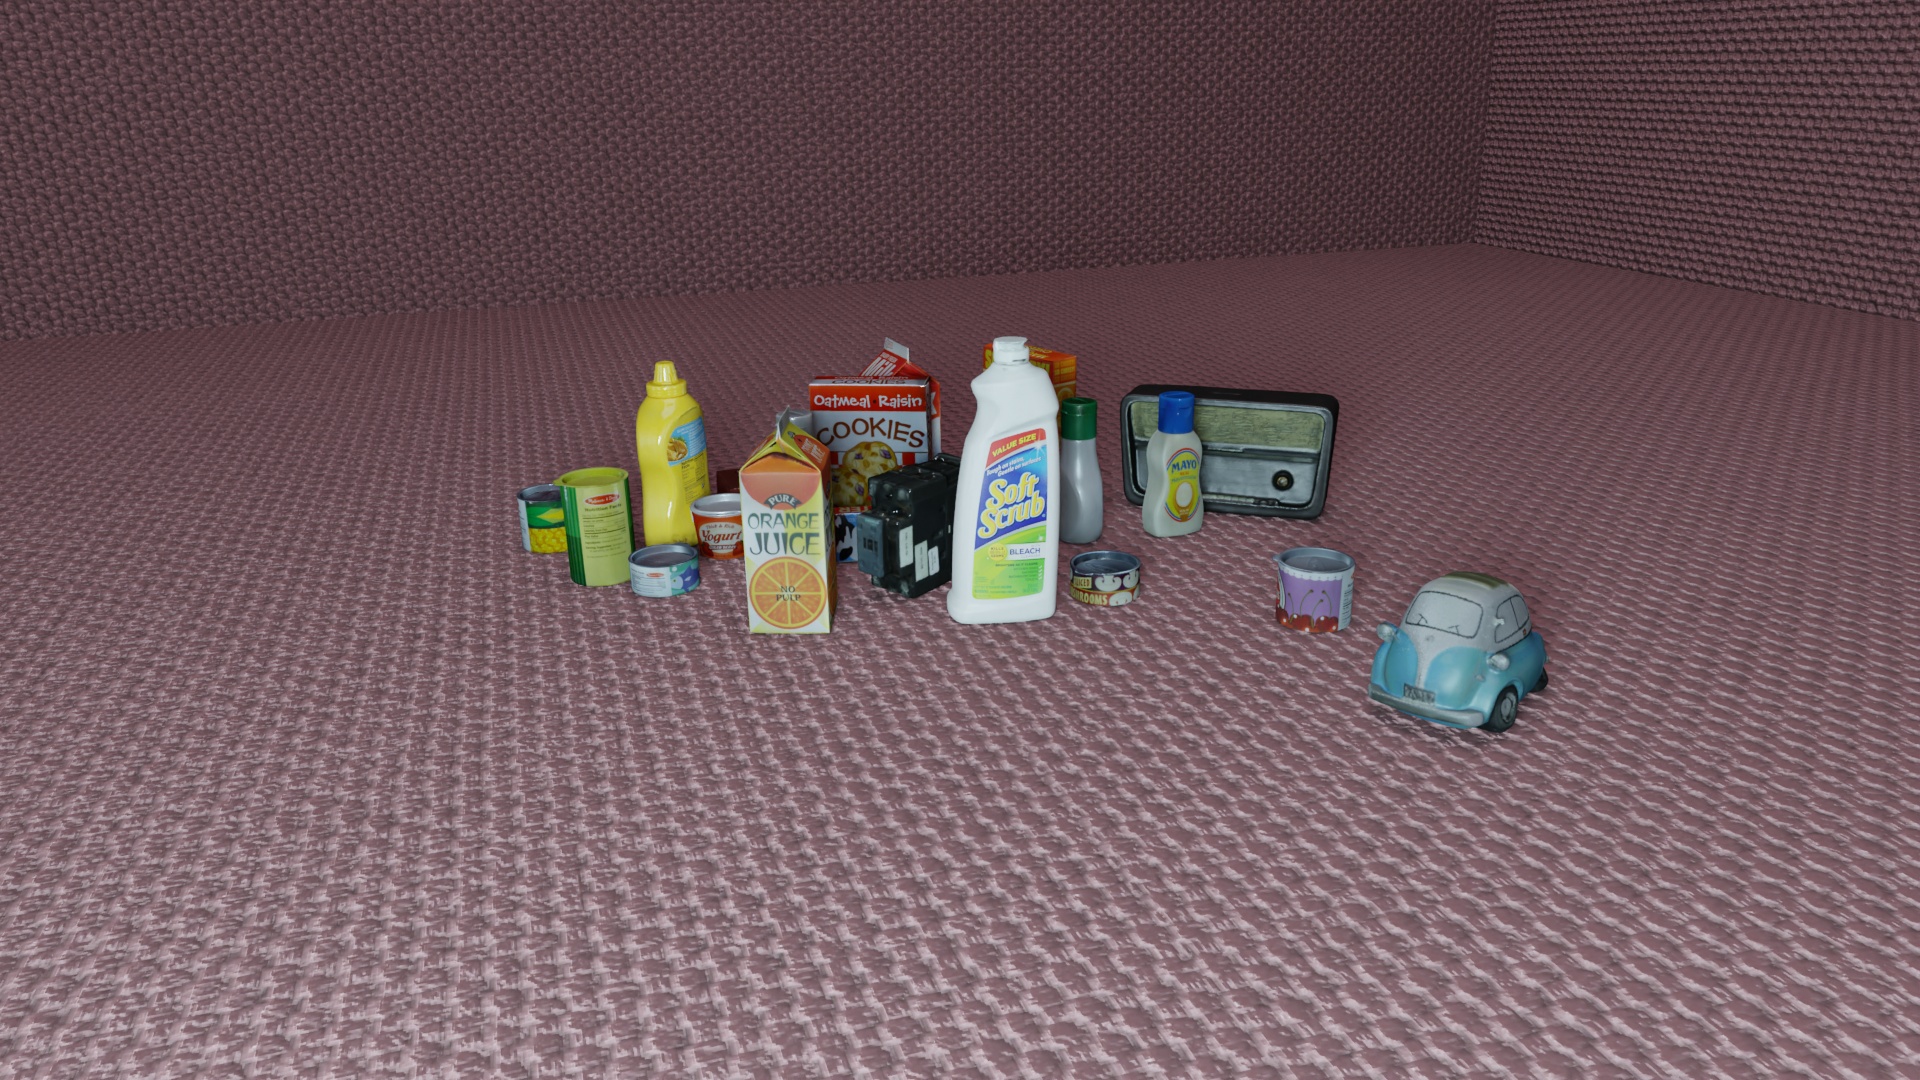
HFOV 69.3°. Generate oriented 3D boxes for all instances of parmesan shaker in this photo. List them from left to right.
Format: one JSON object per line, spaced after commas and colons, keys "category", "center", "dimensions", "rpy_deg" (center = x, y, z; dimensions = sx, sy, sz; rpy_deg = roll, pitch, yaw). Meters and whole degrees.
{"category": "parmesan shaker", "center": [-0.356, -0.013, 1.356], "dimensions": [0.071, 0.102, 0.071], "rpy_deg": [-1, 19, 0]}

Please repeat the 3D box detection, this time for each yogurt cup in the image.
{"category": "yogurt cup", "center": [-0.242, -0.014, 1.426], "dimensions": [0.072, 0.053, 0.072], "rpy_deg": [-1, 19, 0]}

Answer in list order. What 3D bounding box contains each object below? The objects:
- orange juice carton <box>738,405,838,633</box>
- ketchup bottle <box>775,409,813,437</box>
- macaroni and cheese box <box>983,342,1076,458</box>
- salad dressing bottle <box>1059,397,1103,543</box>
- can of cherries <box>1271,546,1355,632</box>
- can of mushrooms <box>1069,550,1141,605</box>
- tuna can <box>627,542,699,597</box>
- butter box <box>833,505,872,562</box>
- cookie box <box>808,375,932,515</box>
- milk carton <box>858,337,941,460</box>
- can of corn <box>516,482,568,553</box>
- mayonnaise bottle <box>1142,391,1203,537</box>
{"category": "orange juice carton", "center": [-0.151, -0.019, 1.226], "dimensions": [0.073, 0.192, 0.072], "rpy_deg": [0, 19, 2]}
{"category": "ketchup bottle", "center": [-0.164, -0.056, 1.399], "dimensions": [0.044, 0.148, 0.065], "rpy_deg": [-16, 23, -36]}
{"category": "macaroni and cheese box", "center": [0.078, -0.136, 1.590], "dimensions": [0.040, 0.165, 0.124], "rpy_deg": [-15, 23, -36]}
{"category": "salad dressing bottle", "center": [0.122, -0.073, 1.434], "dimensions": [0.044, 0.147, 0.064], "rpy_deg": [-9, 20, -22]}
{"category": "can of cherries", "center": [0.310, 0.043, 1.227], "dimensions": [0.071, 0.058, 0.072], "rpy_deg": [-1, 19, 0]}
{"category": "can of mushrooms", "center": [0.133, 0.035, 1.296], "dimensions": [0.071, 0.033, 0.071], "rpy_deg": [-1, 19, 0]}
{"category": "tuna can", "center": [-0.284, 0.028, 1.341], "dimensions": [0.071, 0.032, 0.071], "rpy_deg": [-1, 19, 0]}
{"category": "butter box", "center": [-0.076, -0.008, 1.403], "dimensions": [0.103, 0.053, 0.024], "rpy_deg": [-4, 19, -7]}
{"category": "cookie box", "center": [-0.092, -0.088, 1.460], "dimensions": [0.123, 0.166, 0.040], "rpy_deg": [1, 19, 6]}
{"category": "milk carton", "center": [-0.067, -0.123, 1.525], "dimensions": [0.073, 0.189, 0.072], "rpy_deg": [-9, 20, -22]}
{"category": "can of corn", "center": [-0.426, -0.024, 1.459], "dimensions": [0.071, 0.058, 0.071], "rpy_deg": [-1, 19, 0]}
{"category": "mayonnaise bottle", "center": [0.223, -0.080, 1.448], "dimensions": [0.065, 0.147, 0.041], "rpy_deg": [-9, 20, -23]}
